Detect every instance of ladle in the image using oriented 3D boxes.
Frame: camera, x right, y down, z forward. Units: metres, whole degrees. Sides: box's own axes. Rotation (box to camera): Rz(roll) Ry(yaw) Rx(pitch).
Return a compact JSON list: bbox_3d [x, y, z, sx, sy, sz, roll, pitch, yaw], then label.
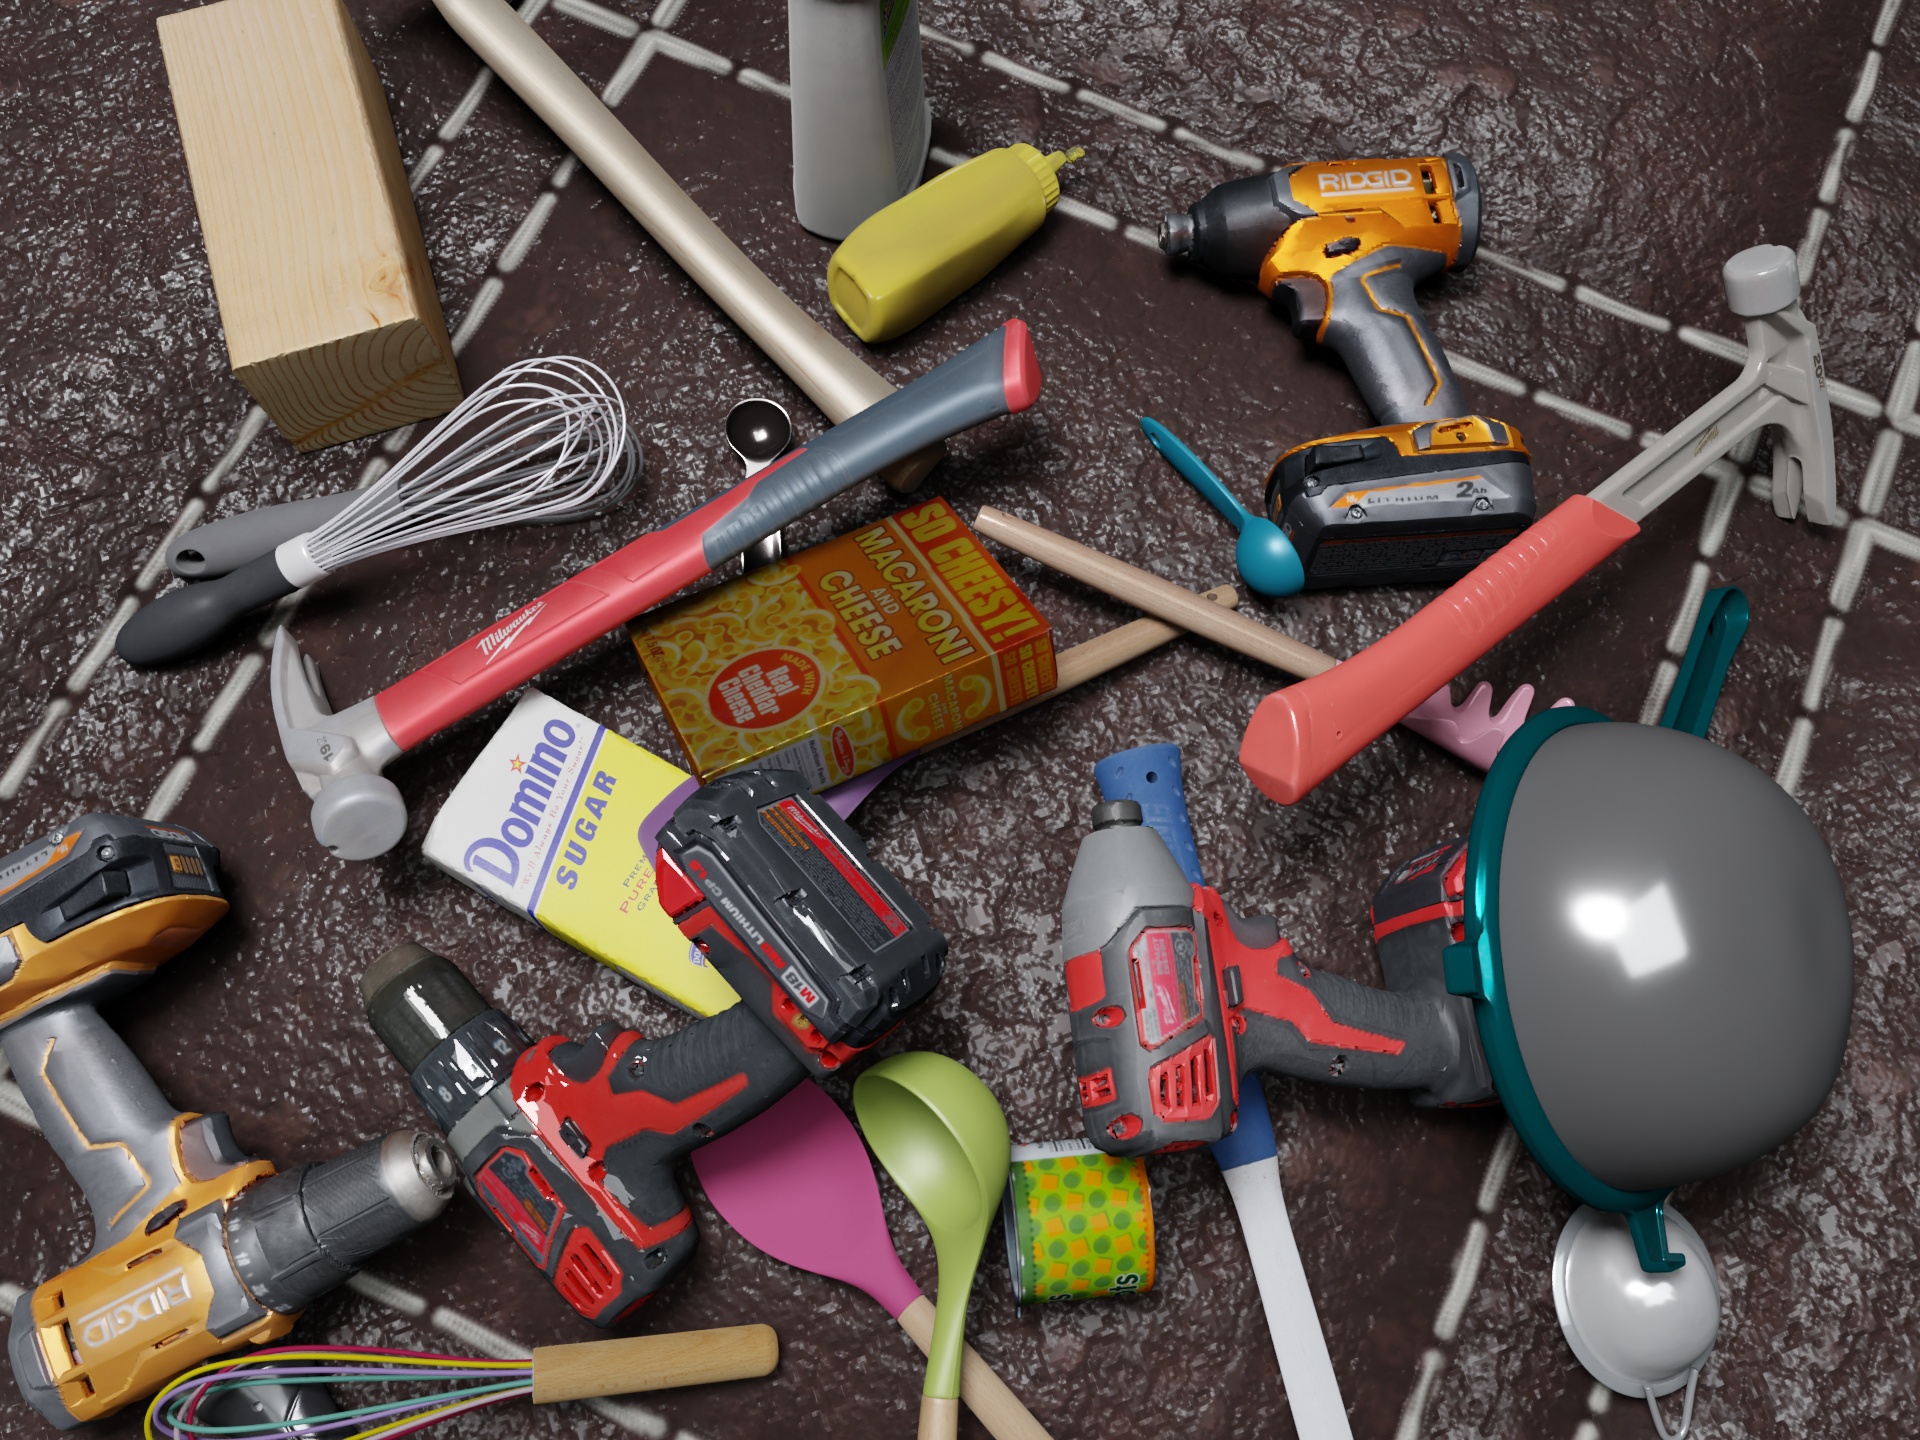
[{"bbox_3d":[-0.020,0.293,0.622,0.062,0.078,0.320,12,74,-31],"label":"ladle"}]

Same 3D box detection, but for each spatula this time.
[{"bbox_3d":[-0.001,-0.002,0.745,0.316,0.018,0.060,-24,58,-18],"label":"spatula"}]

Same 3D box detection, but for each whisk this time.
[{"bbox_3d":[-0.197,0.272,0.648,0.245,0.051,0.047,0,76,-17],"label":"whisk"},{"bbox_3d":[-0.274,-0.105,0.785,0.239,0.055,0.055,-14,73,-1],"label":"whisk"},{"bbox_3d":[-0.278,-0.087,0.740,0.284,0.070,0.070,-24,73,12],"label":"whisk"}]

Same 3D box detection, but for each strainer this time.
[{"bbox_3d":[0.280,0.185,0.708,0.087,0.050,0.259,-8,69,-21],"label":"strainer"},{"bbox_3d":[0.329,0.049,0.678,0.210,0.095,0.340,51,53,-22],"label":"strainer"}]

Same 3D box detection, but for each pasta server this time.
[{"bbox_3d":[0.155,-0.040,0.760,0.316,0.060,0.040,24,117,1],"label":"pasta server"}]

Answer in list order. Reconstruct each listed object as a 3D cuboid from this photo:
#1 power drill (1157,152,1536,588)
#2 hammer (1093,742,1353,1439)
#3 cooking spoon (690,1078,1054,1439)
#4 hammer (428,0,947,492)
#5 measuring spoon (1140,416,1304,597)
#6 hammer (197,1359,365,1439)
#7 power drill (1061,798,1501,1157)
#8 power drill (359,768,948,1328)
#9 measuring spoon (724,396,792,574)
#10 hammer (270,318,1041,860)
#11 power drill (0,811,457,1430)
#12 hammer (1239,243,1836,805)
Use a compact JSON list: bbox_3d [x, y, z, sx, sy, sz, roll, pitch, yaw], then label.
[{"bbox_3d":[0.191,-0.184,0.803,0.164,0.084,0.227,-4,68,-1],"label":"power drill"},{"bbox_3d":[0.124,0.207,0.697,0.144,0.035,0.406,-12,73,-6],"label":"hammer"},{"bbox_3d":[-0.004,0.266,0.667,0.069,0.017,0.319,-44,70,-7],"label":"cooking spoon"},{"bbox_3d":[-0.164,-0.267,0.806,0.411,0.146,0.038,46,118,8],"label":"hammer"},{"bbox_3d":[0.123,-0.106,0.794,0.021,0.042,0.129,-32,62,-12],"label":"measuring spoon"},{"bbox_3d":[-0.175,0.375,0.636,0.335,0.035,0.146,36,74,10],"label":"hammer"},{"bbox_3d":[0.146,0.103,0.673,0.219,0.078,0.143,1,71,-22],"label":"power drill"},{"bbox_3d":[-0.137,0.118,0.656,0.188,0.080,0.226,47,110,9],"label":"power drill"},{"bbox_3d":[-0.101,-0.102,0.804,0.034,0.018,0.124,-1,79,-9],"label":"measuring spoon"},{"bbox_3d":[-0.137,-0.086,0.741,0.386,0.038,0.143,-32,48,-7],"label":"hammer"},{"bbox_3d":[-0.328,0.152,0.668,0.185,0.084,0.226,-27,77,3],"label":"power drill"},{"bbox_3d":[0.272,-0.068,0.727,0.359,0.037,0.149,-36,121,-17],"label":"hammer"}]
